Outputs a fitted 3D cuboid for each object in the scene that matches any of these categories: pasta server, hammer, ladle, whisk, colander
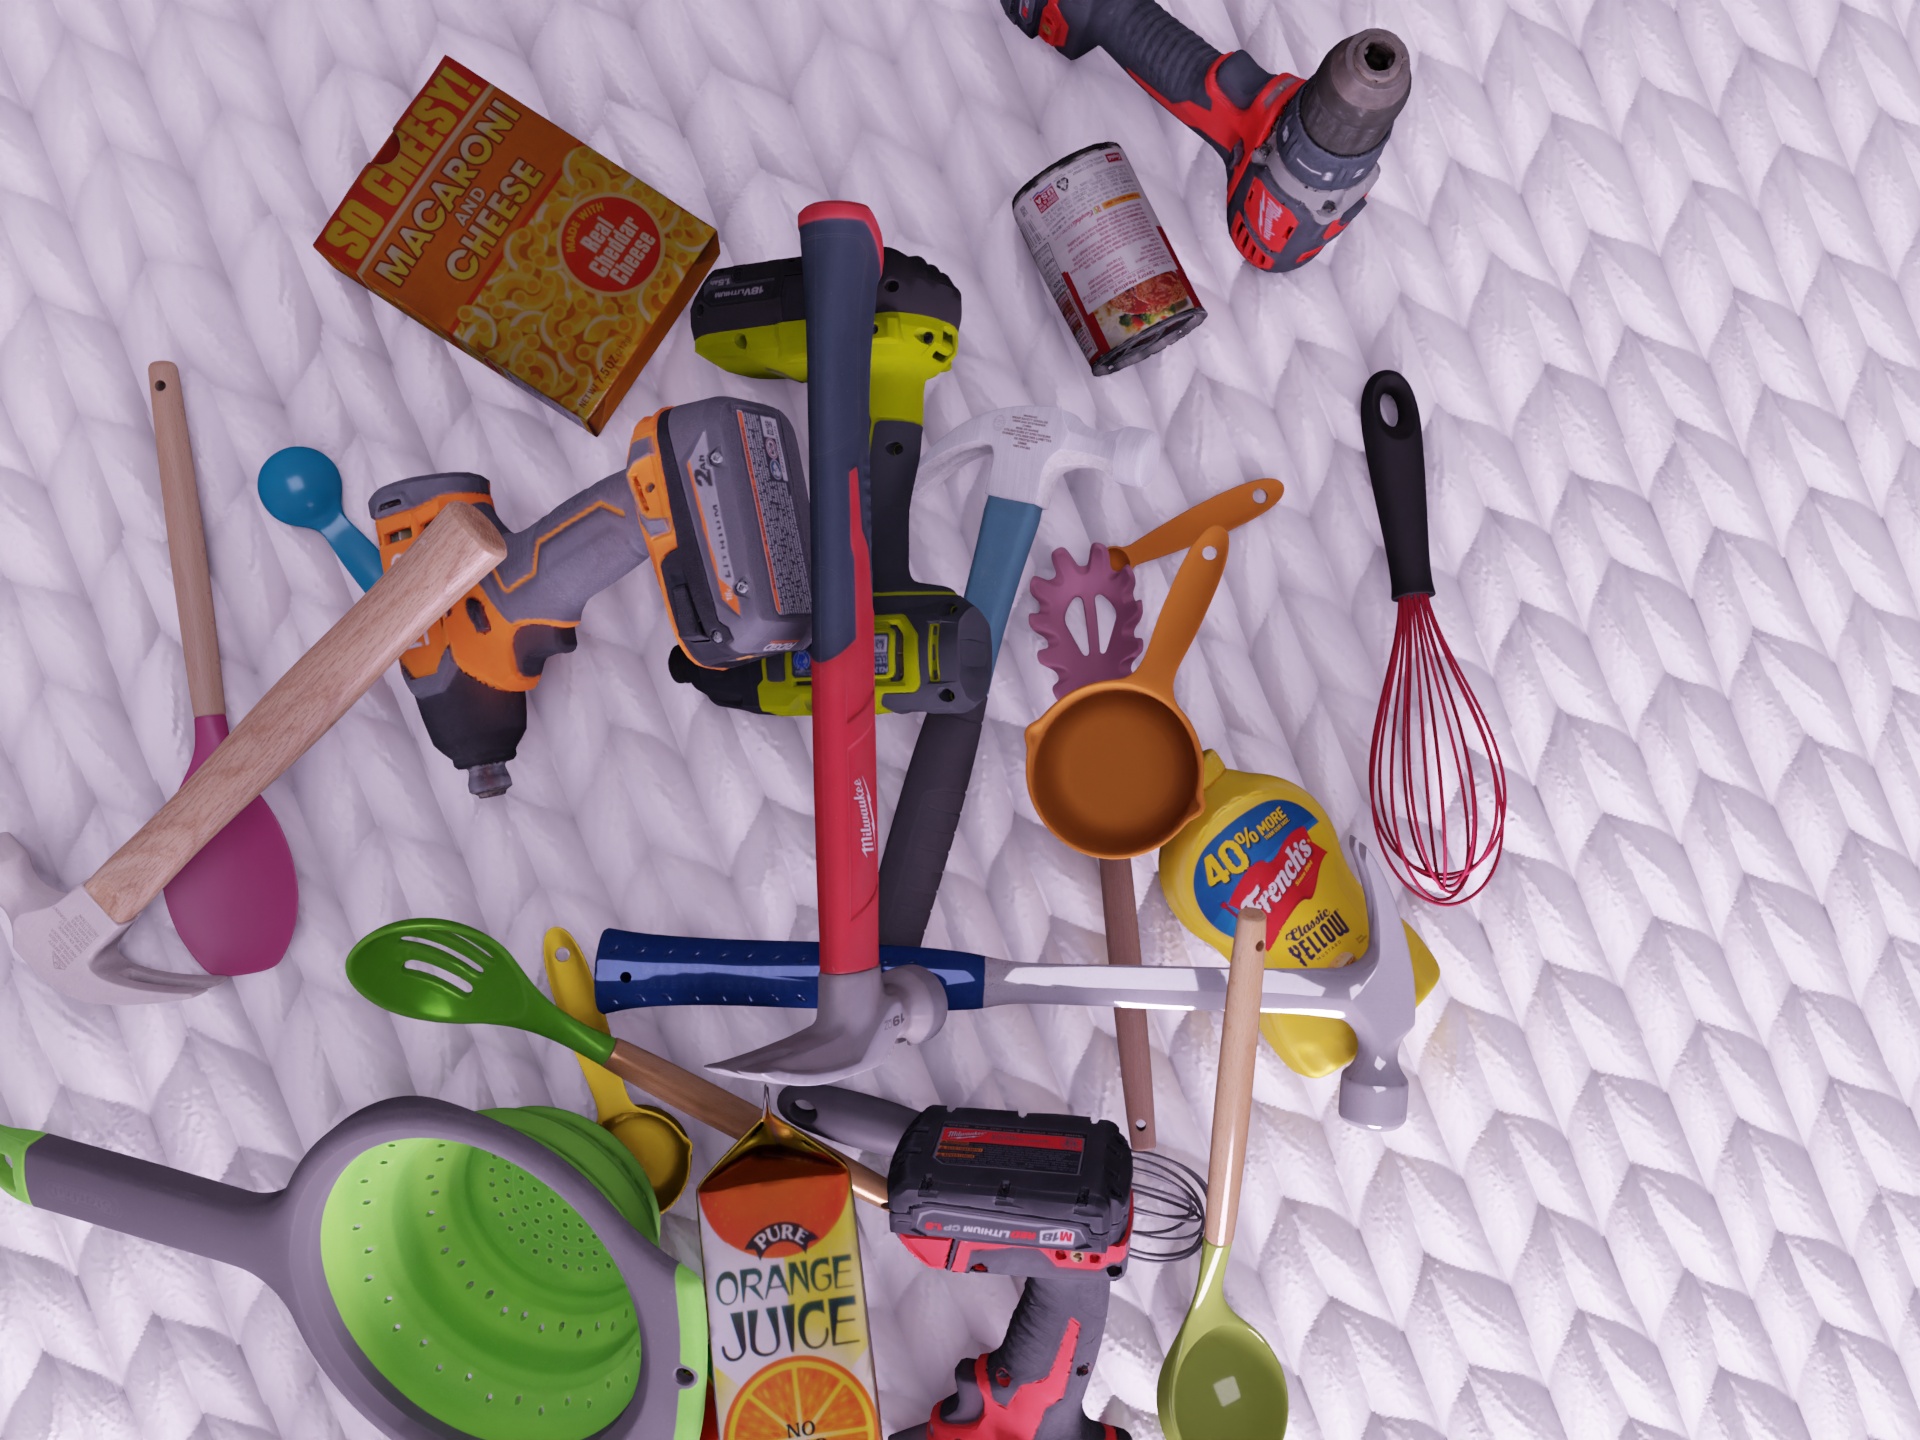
[{"bbox_3d":[0.079,0.066,0.836,0.060,0.040,0.316,-6,84,10],"label":"pasta server"},{"bbox_3d":[-0.061,-0.037,0.705,0.038,0.143,0.386,-1,91,31],"label":"hammer"},{"bbox_3d":[0.137,0.237,0.776,0.078,0.062,0.320,-17,119,-35],"label":"ladle"},{"bbox_3d":[0.018,0.232,0.833,0.239,0.055,0.055,16,86,0],"label":"whisk"},{"bbox_3d":[-0.001,-0.003,0.828,0.128,0.033,0.331,17,92,23],"label":"hammer"},{"bbox_3d":[-0.290,0.240,0.783,0.397,0.094,0.204,10,110,14],"label":"colander"},{"bbox_3d":[0.247,-0.048,0.860,0.073,0.073,0.296,-4,82,-5],"label":"whisk"},{"bbox_3d":[0.023,0.125,0.794,0.405,0.035,0.144,2,96,1],"label":"hammer"},{"bbox_3d":[-0.339,0.018,0.769,0.331,0.031,0.130,-41,93,13],"label":"hammer"}]

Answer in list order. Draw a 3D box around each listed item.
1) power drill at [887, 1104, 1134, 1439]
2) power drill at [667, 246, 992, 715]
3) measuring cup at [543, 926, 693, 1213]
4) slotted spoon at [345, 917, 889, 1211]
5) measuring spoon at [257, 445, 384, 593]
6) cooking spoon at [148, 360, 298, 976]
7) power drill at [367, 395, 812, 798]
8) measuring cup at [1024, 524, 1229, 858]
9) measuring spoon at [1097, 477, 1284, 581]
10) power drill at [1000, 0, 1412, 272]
[{"bbox_3d":[0.018,0.310,0.790,0.143,0.078,0.219,2,105,9],"label":"power drill"},{"bbox_3d":[-0.073,-0.114,0.808,0.171,0.080,0.223,-1,89,22],"label":"power drill"},{"bbox_3d":[-0.184,0.181,0.825,0.062,0.029,0.156,-19,87,-6],"label":"measuring cup"},{"bbox_3d":[-0.154,0.177,0.793,0.313,0.031,0.070,32,120,-18],"label":"slotted spoon"},{"bbox_3d":[-0.317,-0.090,0.826,0.042,0.021,0.128,-40,92,-6],"label":"measuring spoon"},{"bbox_3d":[-0.389,-0.028,0.819,0.069,0.017,0.319,-9,89,1],"label":"cooking spoon"},{"bbox_3d":[-0.181,-0.057,0.774,0.226,0.084,0.164,-12,89,24],"label":"power drill"},{"bbox_3d":[0.096,-0.014,0.798,0.095,0.052,0.173,24,91,10],"label":"measuring cup"},{"bbox_3d":[0.126,-0.105,0.874,0.117,0.011,0.021,-26,91,-9],"label":"measuring spoon"},{"bbox_3d":[0.126,-0.342,0.798,0.080,0.188,0.227,-42,88,-6],"label":"power drill"}]
